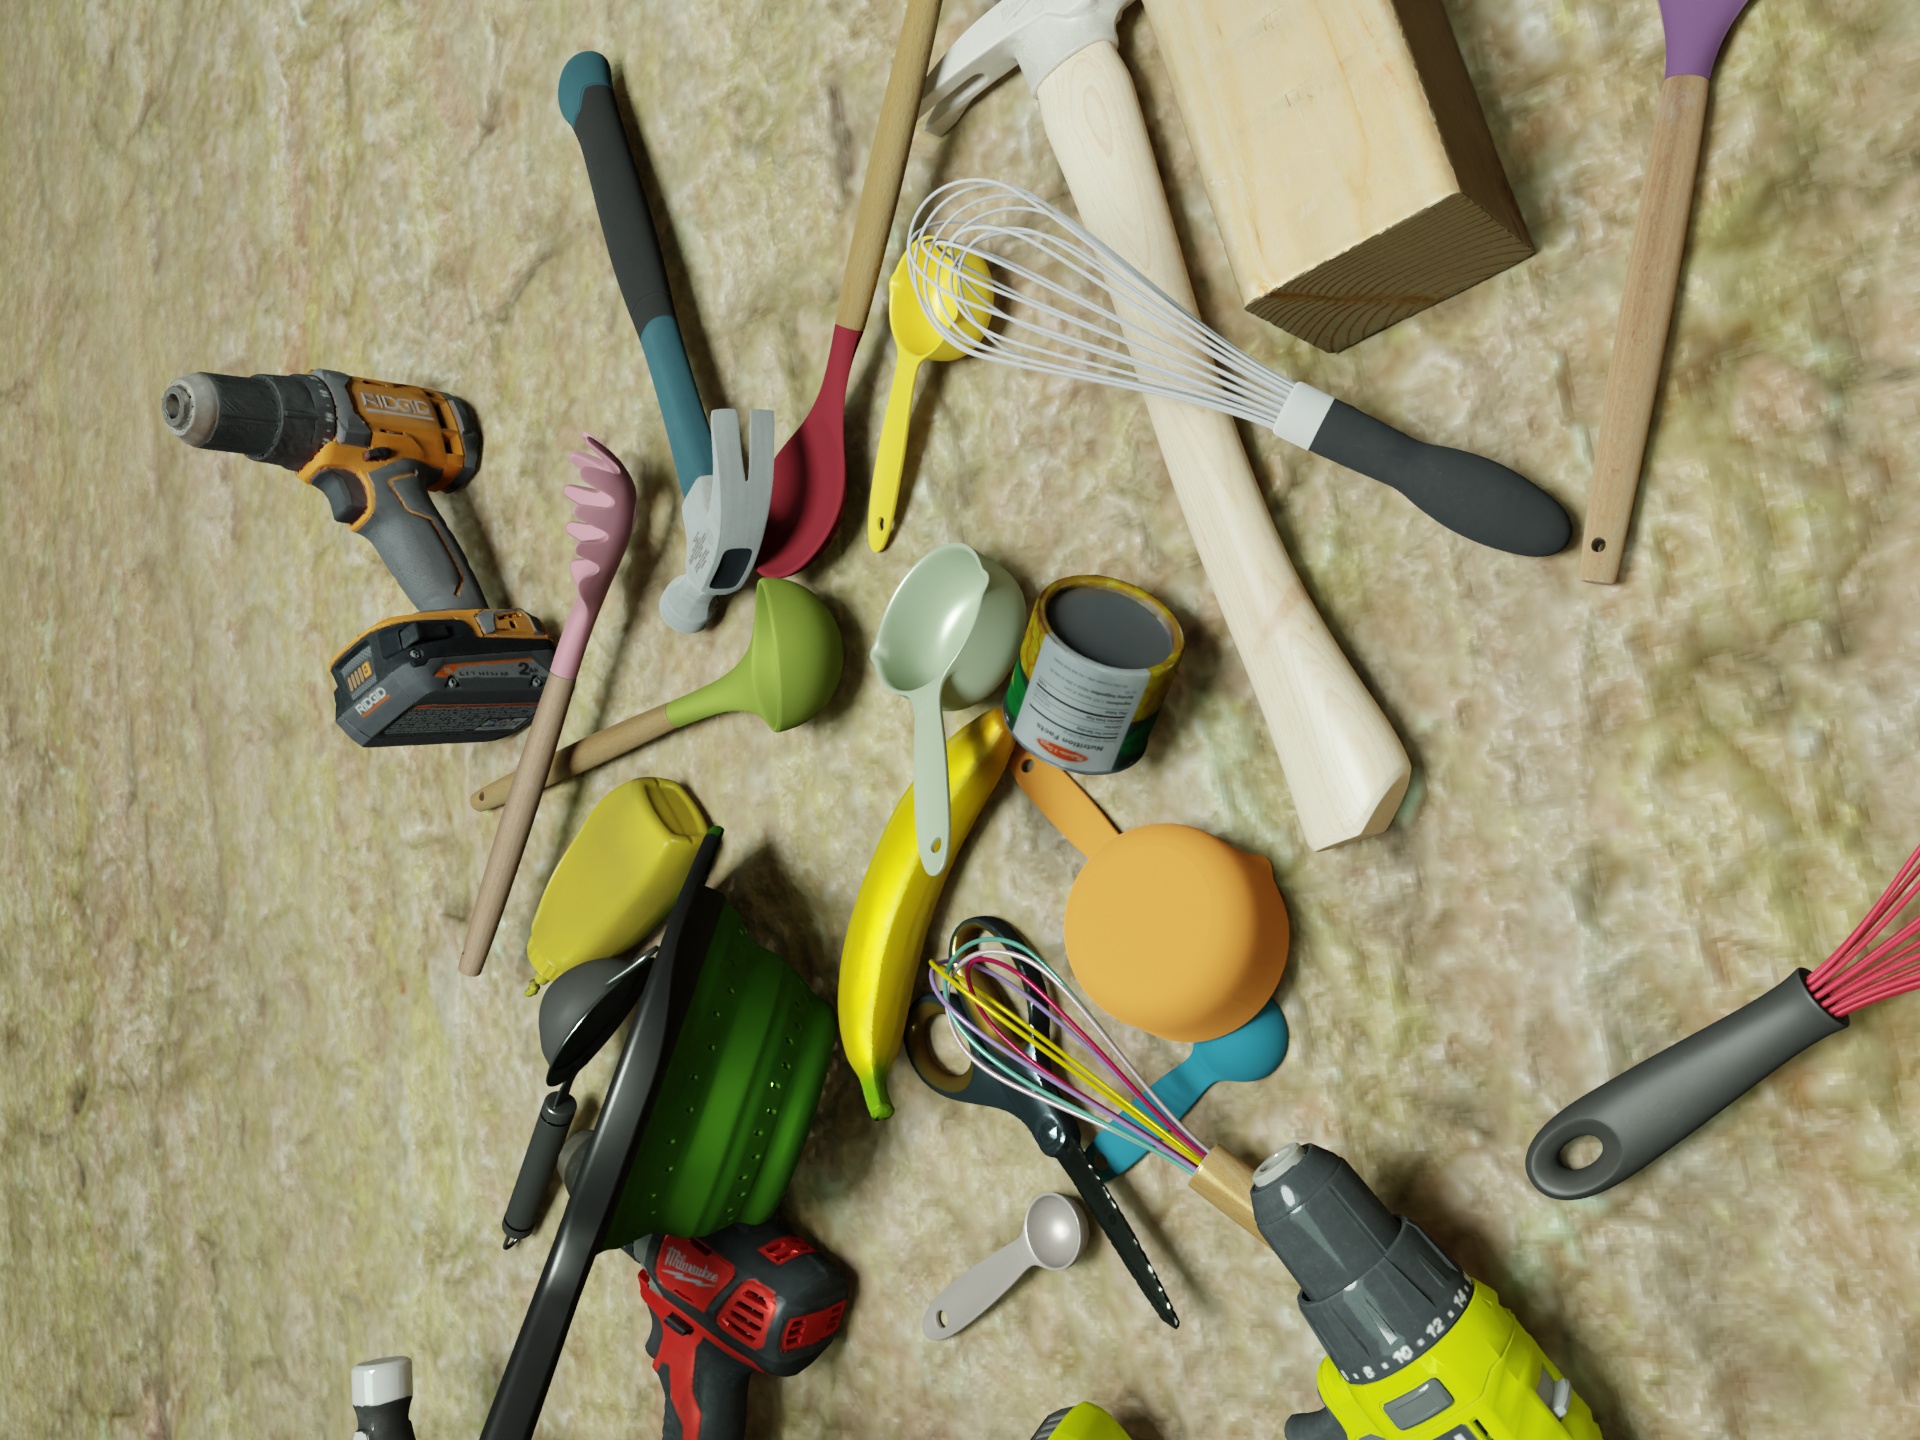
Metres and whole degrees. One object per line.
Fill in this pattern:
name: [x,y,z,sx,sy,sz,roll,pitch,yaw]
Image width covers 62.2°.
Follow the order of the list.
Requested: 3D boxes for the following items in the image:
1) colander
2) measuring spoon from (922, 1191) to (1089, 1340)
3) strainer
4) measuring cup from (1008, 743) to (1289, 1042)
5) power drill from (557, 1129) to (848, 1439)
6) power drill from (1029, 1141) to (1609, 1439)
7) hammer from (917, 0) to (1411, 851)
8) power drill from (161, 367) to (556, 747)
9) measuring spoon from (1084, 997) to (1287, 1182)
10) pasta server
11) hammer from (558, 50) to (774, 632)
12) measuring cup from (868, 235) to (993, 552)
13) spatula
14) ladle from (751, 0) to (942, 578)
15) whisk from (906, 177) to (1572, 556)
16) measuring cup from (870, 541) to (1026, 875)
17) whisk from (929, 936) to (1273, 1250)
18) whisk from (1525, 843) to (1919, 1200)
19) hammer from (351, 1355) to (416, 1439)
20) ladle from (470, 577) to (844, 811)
colander: [-0.133,0.236,0.714,0.204,0.094,0.397,117,171,-47]
measuring spoon: [0.021,0.259,0.745,0.124,0.018,0.034,-48,53,32]
strainer: [-0.225,0.211,0.889,0.050,0.087,0.258,30,118,12]
measuring cup: [0.063,0.060,0.684,0.095,0.052,0.174,-48,57,8]
power drill: [-0.164,0.343,0.838,0.188,0.080,0.226,22,99,34]
power drill: [0.123,0.285,0.612,0.228,0.080,0.190,-43,81,27]
hammer: [0.089,-0.139,0.689,0.146,0.038,0.411,-26,74,34]
power drill: [-0.338,-0.101,0.907,0.084,0.185,0.226,-32,74,30]
measuring spoon: [0.089,0.163,0.689,0.128,0.021,0.042,-49,63,22]
pasta server: [-0.235,-0.002,0.880,0.316,0.040,0.060,-70,24,12]
hammer: [-0.168,-0.221,0.862,0.128,0.033,0.331,-43,60,51]
measuring cup: [-0.018,-0.156,0.776,0.062,0.029,0.156,40,125,46]
spatula: [0.261,-0.206,0.577,0.060,0.018,0.316,12,95,34]
ladle: [-0.049,-0.216,0.769,0.069,0.031,0.315,36,118,43]
whisk: [0.105,-0.133,0.619,0.284,0.070,0.070,27,106,8]
measuring cup: [-0.001,-0.002,0.715,0.083,0.038,0.168,-31,48,39]
whisk: [0.085,0.171,0.667,0.245,0.051,0.047,35,148,18]
whisk: [0.300,0.081,0.522,0.295,0.073,0.073,-48,63,32]
hammer: [-0.188,0.392,0.784,0.335,0.035,0.146,-15,75,32]
ladle: [-0.183,0.003,0.870,0.320,0.062,0.078,-21,71,36]
